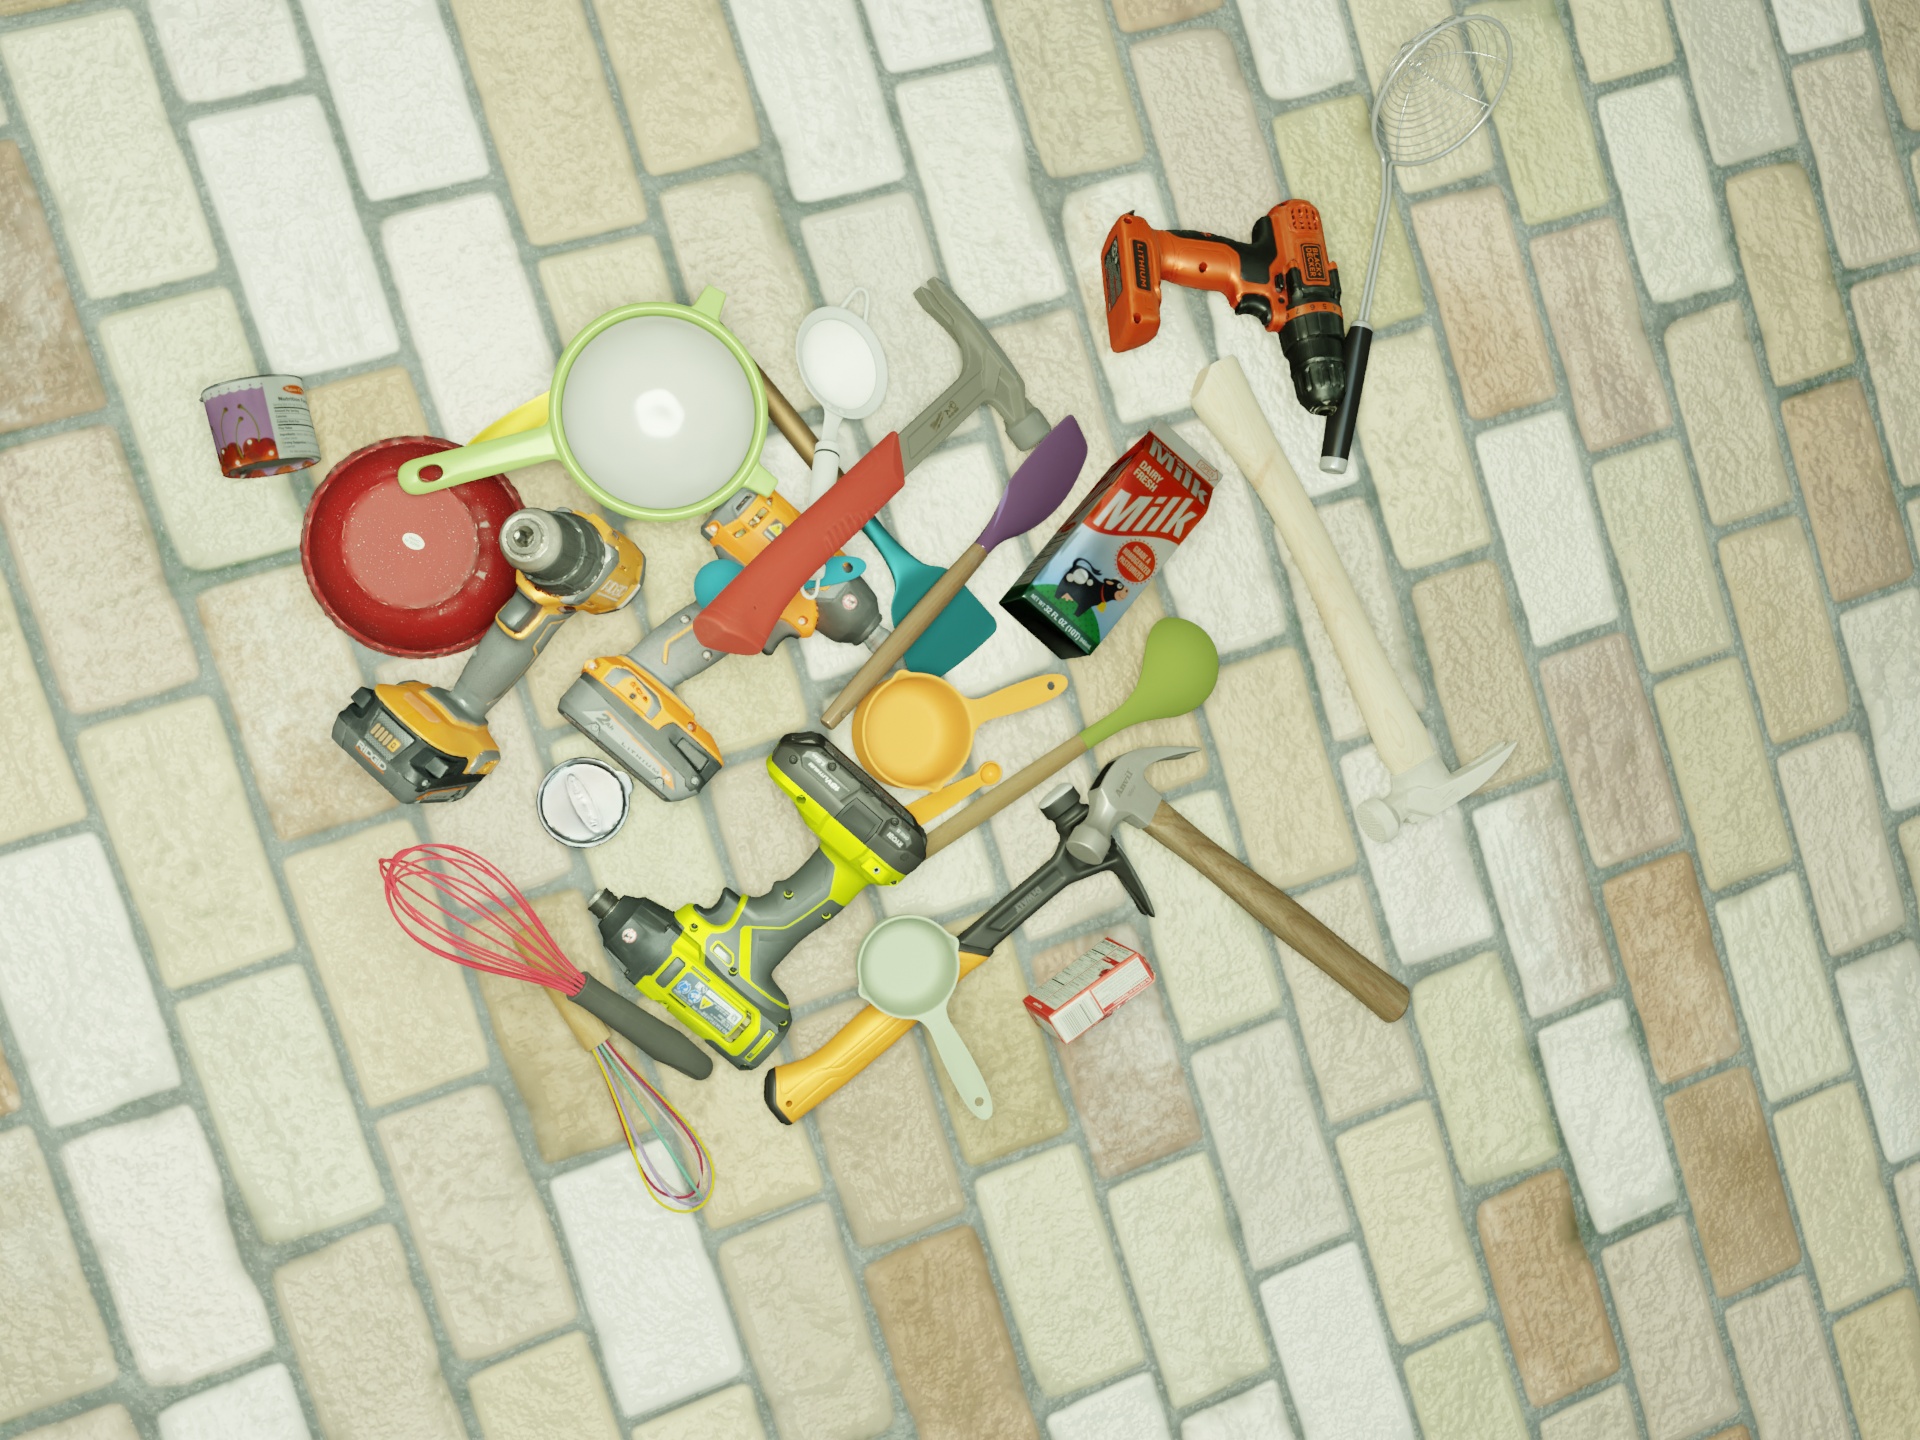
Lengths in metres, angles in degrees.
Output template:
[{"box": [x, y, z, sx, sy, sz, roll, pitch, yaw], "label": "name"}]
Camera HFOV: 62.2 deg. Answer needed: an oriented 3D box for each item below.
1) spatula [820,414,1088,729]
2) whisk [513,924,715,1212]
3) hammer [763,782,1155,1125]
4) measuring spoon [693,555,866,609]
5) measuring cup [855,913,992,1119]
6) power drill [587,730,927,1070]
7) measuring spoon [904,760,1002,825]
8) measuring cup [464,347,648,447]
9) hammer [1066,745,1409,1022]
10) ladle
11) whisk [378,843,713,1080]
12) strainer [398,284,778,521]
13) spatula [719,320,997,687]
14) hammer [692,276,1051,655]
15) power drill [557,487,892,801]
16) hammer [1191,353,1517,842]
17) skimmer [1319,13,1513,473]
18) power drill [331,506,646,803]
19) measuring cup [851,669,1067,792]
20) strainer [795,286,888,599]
[{"box": [0.000, -0.110, 1.206, 0.316, 0.018, 0.059, -49, 136, -18], "label": "spatula"}, {"box": [-0.256, 0.257, 1.166, 0.047, 0.051, 0.245, -33, 94, -5], "label": "whisk"}, {"box": [-0.007, 0.198, 1.227, 0.337, 0.034, 0.127, -38, 97, -10], "label": "hammer"}, {"box": [-0.126, -0.103, 1.134, 0.128, 0.021, 0.042, -12, 88, -20], "label": "measuring spoon"}, {"box": [-0.021, 0.221, 1.187, 0.083, 0.038, 0.167, -28, 95, -11], "label": "measuring cup"}, {"box": [-0.147, 0.122, 1.163, 0.171, 0.080, 0.223, 42, 92, -9], "label": "power drill"}, {"box": [-0.020, 0.063, 1.236, 0.117, 0.011, 0.021, -29, 114, -8], "label": "measuring spoon"}, {"box": [-0.299, -0.233, 1.167, 0.156, 0.029, 0.062, -33, 105, 1], "label": "measuring cup"}, {"box": [0.237, 0.137, 1.272, 0.331, 0.031, 0.130, 37, 64, -15], "label": "hammer"}, {"box": [0.068, 0.027, 1.239, 0.320, 0.062, 0.078, -34, 120, -6], "label": "ladle"}, {"box": [-0.283, 0.175, 1.113, 0.295, 0.073, 0.073, 42, 81, -29], "label": "whisk"}, {"box": [-0.264, -0.202, 1.123, 0.256, 0.069, 0.151, -17, 100, -8], "label": "strainer"}, {"box": [-0.092, -0.172, 1.213, 0.082, 0.044, 0.317, -38, 93, -9], "label": "spatula"}, {"box": [-0.072, -0.174, 1.133, 0.149, 0.037, 0.359, 50, 54, -13], "label": "hammer"}, {"box": [-0.166, -0.048, 1.167, 0.164, 0.084, 0.226, 41, 77, -10], "label": "power drill"}, {"box": [0.309, -0.112, 1.298, 0.146, 0.038, 0.410, -29, 96, -13], "label": "hammer"}, {"box": [0.360, -0.378, 1.281, 0.127, 0.090, 0.363, 12, 90, -44], "label": "skimmer"}, {"box": [-0.315, -0.050, 1.070, 0.084, 0.185, 0.226, 42, 90, 4], "label": "power drill"}, {"box": [-0.002, -0.004, 1.221, 0.173, 0.052, 0.095, -19, 94, -21], "label": "measuring cup"}, {"box": [-0.099, -0.204, 1.169, 0.086, 0.050, 0.259, 24, 60, -36], "label": "strainer"}]
